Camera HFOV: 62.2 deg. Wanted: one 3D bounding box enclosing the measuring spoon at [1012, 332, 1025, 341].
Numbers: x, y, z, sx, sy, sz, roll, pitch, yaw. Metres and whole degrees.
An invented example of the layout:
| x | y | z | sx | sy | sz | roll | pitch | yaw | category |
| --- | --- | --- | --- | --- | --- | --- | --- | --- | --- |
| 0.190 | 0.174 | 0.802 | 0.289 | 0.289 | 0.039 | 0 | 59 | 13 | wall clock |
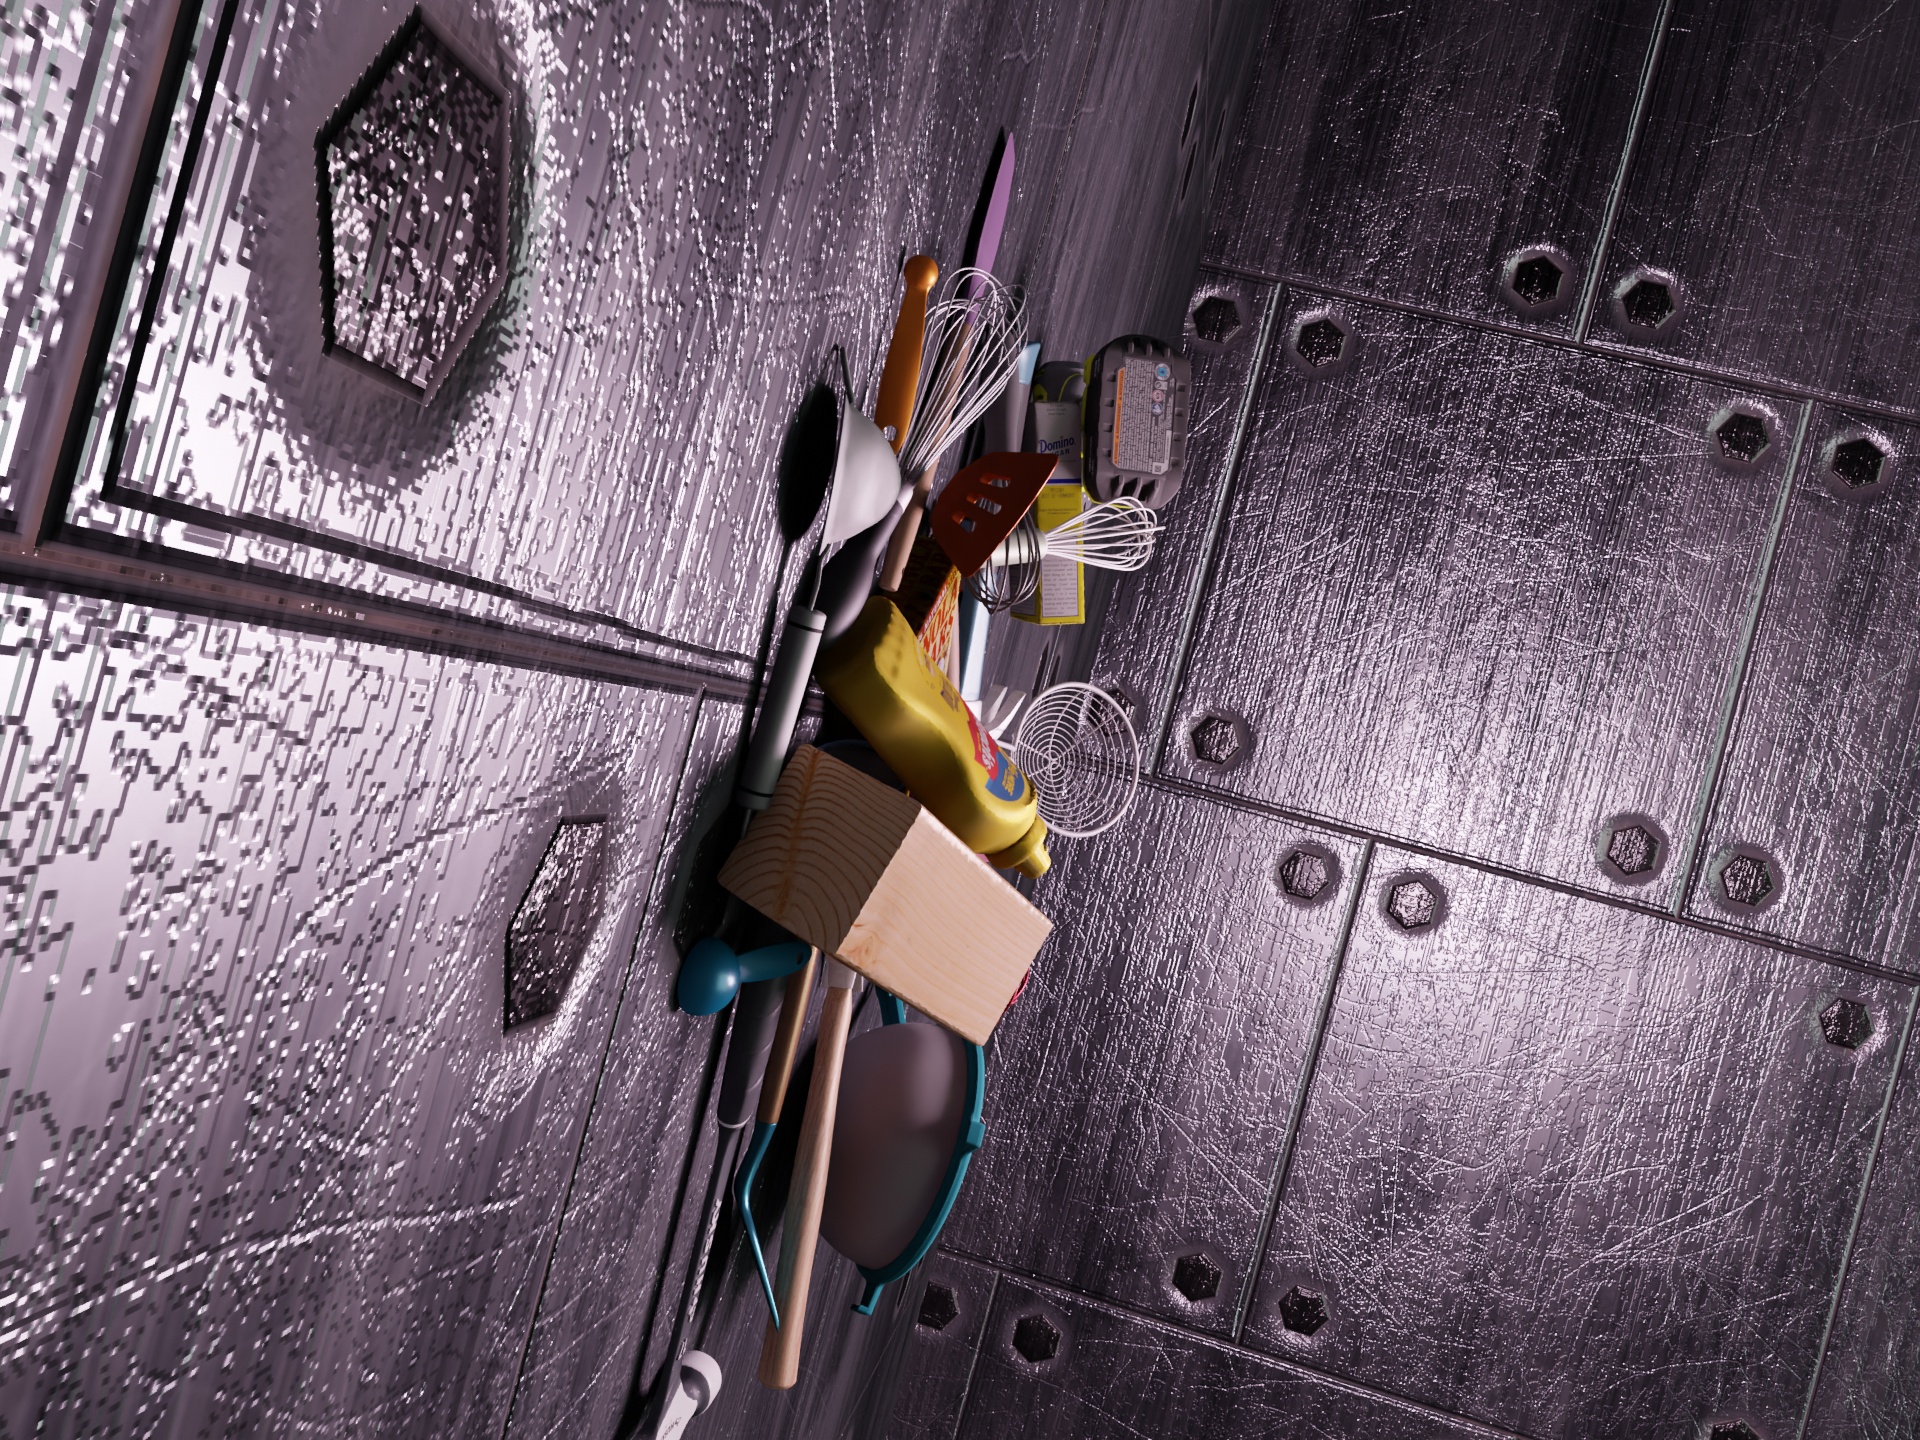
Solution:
| x | y | z | sx | sy | sz | roll | pitch | yaw | category |
| --- | --- | --- | --- | --- | --- | --- | --- | --- | --- |
| 0.036 | -0.251 | 1.288 | 0.034 | 0.018 | 0.124 | -49 | 153 | -72 | measuring spoon |

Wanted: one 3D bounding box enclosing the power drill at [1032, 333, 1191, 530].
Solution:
| x | y | z | sx | sy | sz | roll | pitch | yaw | category |
| --- | --- | --- | --- | --- | --- | --- | --- | --- | --- |
| 0.112 | -0.223 | 1.356 | 0.228 | 0.080 | 0.190 | -179 | -86 | -75 | power drill |

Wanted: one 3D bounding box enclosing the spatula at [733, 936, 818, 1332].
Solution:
| x | y | z | sx | sy | sz | roll | pitch | yaw | category |
| --- | --- | --- | --- | --- | --- | --- | --- | --- | --- |
| -0.115 | 0.246 | 1.076 | 0.082 | 0.044 | 0.317 | -158 | -99 | -74 | spatula |

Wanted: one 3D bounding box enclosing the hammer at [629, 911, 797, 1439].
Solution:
| x | y | z | sx | sy | sz | roll | pitch | yaw | category |
| --- | --- | --- | --- | --- | --- | --- | --- | --- | --- |
| -0.141 | 0.250 | 0.946 | 0.149 | 0.036 | 0.409 | -18 | 122 | -79 | hammer |

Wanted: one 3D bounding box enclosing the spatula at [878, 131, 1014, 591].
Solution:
| x | y | z | sx | sy | sz | roll | pitch | yaw | category |
| --- | --- | --- | --- | --- | --- | --- | --- | --- | --- |
| -0.005 | -0.234 | 1.043 | 0.059 | 0.018 | 0.316 | 68 | 37 | -78 | spatula |

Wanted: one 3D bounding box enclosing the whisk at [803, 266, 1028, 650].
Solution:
| x | y | z | sx | sy | sz | roll | pitch | yaw | category |
| --- | --- | --- | --- | --- | --- | --- | --- | --- | --- |
| -0.029 | -0.155 | 0.919 | 0.070 | 0.070 | 0.285 | 90 | 22 | -60 | whisk |

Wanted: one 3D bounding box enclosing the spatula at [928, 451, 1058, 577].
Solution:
| x | y | z | sx | sy | sz | roll | pitch | yaw | category |
| --- | --- | --- | --- | --- | --- | --- | --- | --- | --- |
| 0.002 | -0.127 | 0.985 | 0.081 | 0.041 | 0.322 | -53 | -174 | 0 | spatula |

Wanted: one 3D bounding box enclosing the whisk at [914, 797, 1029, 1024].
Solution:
| x | y | z | sx | sy | sz | roll | pitch | yaw | category |
| --- | --- | --- | --- | --- | --- | --- | --- | --- | --- |
| -0.014 | 0.111 | 1.124 | 0.296 | 0.073 | 0.073 | -116 | -148 | -56 | whisk |

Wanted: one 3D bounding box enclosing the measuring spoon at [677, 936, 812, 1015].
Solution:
| x | y | z | sx | sy | sz | roll | pitch | yaw | category |
| --- | --- | --- | --- | --- | --- | --- | --- | --- | --- |
| -0.109 | 0.137 | 0.871 | 0.128 | 0.021 | 0.042 | 2 | 99 | -64 | measuring spoon |

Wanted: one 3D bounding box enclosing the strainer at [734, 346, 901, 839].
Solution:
| x | y | z | sx | sy | sz | roll | pitch | yaw | category |
| --- | --- | --- | --- | --- | --- | --- | --- | --- | --- |
| -0.075 | -0.060 | 0.821 | 0.087 | 0.050 | 0.258 | -117 | -136 | -81 | strainer |

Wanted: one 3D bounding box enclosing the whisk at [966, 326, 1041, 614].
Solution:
| x | y | z | sx | sy | sz | roll | pitch | yaw | category |
| --- | --- | --- | --- | --- | --- | --- | --- | --- | --- |
| 0.029 | -0.183 | 1.128 | 0.055 | 0.055 | 0.239 | 87 | 3 | -65 | whisk |

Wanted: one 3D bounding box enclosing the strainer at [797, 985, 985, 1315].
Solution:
| x | y | z | sx | sy | sz | roll | pitch | yaw | category |
| --- | --- | --- | --- | --- | --- | --- | --- | --- | --- |
| -0.079 | 0.292 | 1.297 | 0.211 | 0.095 | 0.341 | -60 | -161 | 19 | strainer |

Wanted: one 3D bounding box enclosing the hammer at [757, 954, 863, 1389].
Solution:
| x | y | z | sx | sy | sz | roll | pitch | yaw | category |
| --- | --- | --- | --- | --- | --- | --- | --- | --- | --- |
| -0.104 | 0.303 | 1.135 | 0.130 | 0.031 | 0.331 | 115 | -16 | -85 | hammer |

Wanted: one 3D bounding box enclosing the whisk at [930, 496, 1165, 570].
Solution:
| x | y | z | sx | sy | sz | roll | pitch | yaw | category |
| --- | --- | --- | --- | --- | --- | --- | --- | --- | --- |
| 0.061 | -0.132 | 1.188 | 0.246 | 0.059 | 0.058 | -11 | 97 | -40 | whisk |

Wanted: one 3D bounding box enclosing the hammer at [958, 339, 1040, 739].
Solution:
| x | y | z | sx | sy | sz | roll | pitch | yaw | category |
| --- | --- | --- | --- | --- | --- | --- | --- | --- | --- |
| 0.018 | -0.129 | 1.229 | 0.128 | 0.033 | 0.331 | -2 | 104 | -51 | hammer |

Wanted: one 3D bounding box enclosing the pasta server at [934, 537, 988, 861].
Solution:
| x | y | z | sx | sy | sz | roll | pitch | yaw | category |
| --- | --- | --- | --- | --- | --- | --- | --- | --- | --- |
| -0.002 | -0.004 | 1.191 | 0.060 | 0.040 | 0.316 | -42 | 133 | -67 | pasta server |

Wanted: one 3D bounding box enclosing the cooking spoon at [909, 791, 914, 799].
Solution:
| x | y | z | sx | sy | sz | roll | pitch | yaw | category |
| --- | --- | --- | --- | --- | --- | --- | --- | --- | --- |
| -0.053 | 0.098 | 1.140 | 0.318 | 0.017 | 0.069 | 110 | -18 | -67 | cooking spoon |

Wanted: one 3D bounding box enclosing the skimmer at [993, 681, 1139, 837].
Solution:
| x | y | z | sx | sy | sz | roll | pitch | yaw | category |
| --- | --- | --- | --- | --- | --- | --- | --- | --- | --- |
| 0.054 | 0.020 | 1.178 | 0.363 | 0.090 | 0.127 | 18 | 73 | -72 | skimmer |

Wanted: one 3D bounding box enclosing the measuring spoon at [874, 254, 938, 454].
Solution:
| x | y | z | sx | sy | sz | roll | pitch | yaw | category |
| --- | --- | --- | --- | --- | --- | --- | --- | --- | --- |
| -0.030 | -0.203 | 0.884 | 0.011 | 0.021 | 0.117 | -176 | -83 | -77 | measuring spoon |
